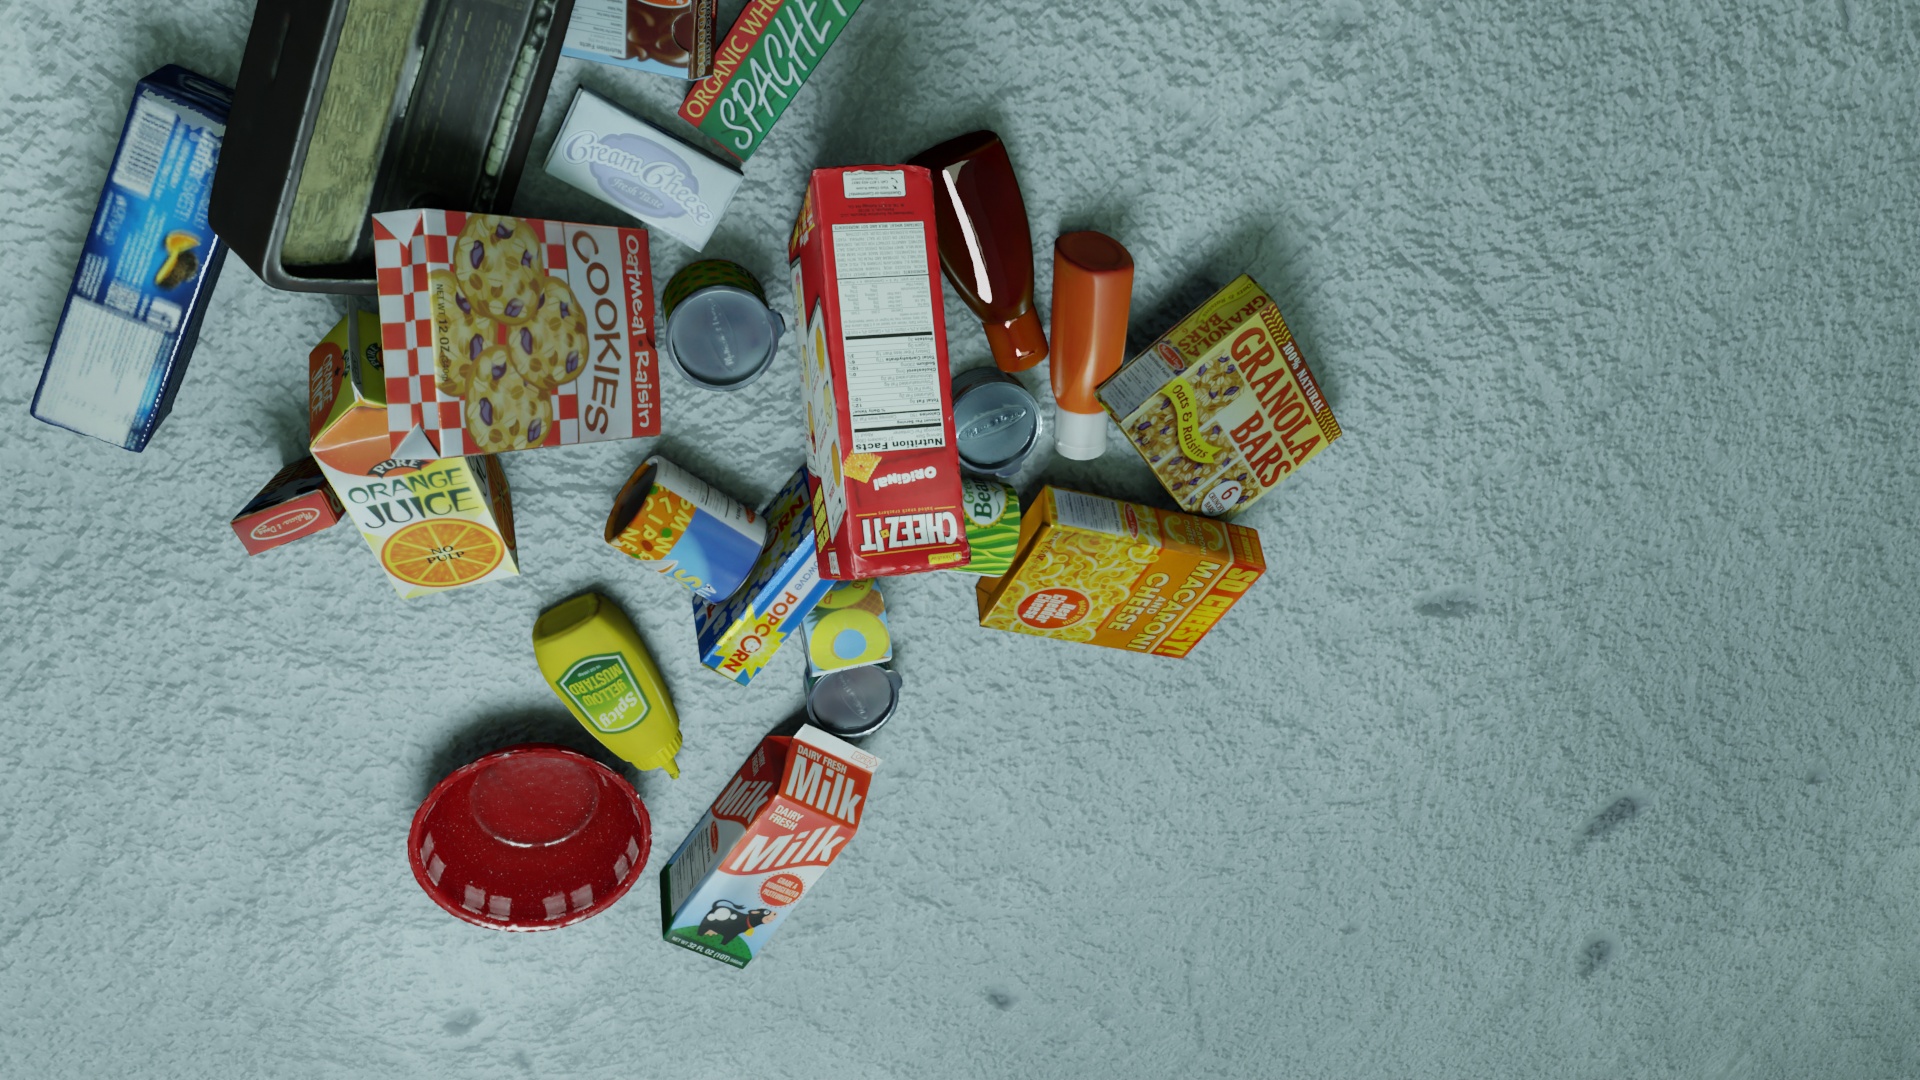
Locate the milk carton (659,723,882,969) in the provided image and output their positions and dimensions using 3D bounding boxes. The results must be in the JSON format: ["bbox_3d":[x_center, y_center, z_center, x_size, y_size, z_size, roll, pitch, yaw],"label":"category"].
[{"bbox_3d":[-0.139,0.216,1.020,0.072,0.074,0.190,30,107,-26],"label":"milk carton"}]

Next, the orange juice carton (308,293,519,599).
[{"bbox_3d":[-0.314,-0.052,0.790,0.073,0.072,0.191,-13,146,-9],"label":"orange juice carton"}]

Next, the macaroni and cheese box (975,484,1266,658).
[{"bbox_3d":[0.111,0.025,0.981,0.166,0.040,0.123,10,140,-20],"label":"macaroni and cheese box"}]

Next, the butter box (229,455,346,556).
[{"bbox_3d":[-0.380,-0.027,0.810,0.053,0.104,0.024,-20,112,-1],"label":"butter box"}]

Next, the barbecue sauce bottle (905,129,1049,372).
[{"bbox_3d":[0.018,-0.177,0.872,0.065,0.044,0.148,-23,121,-1],"label":"barbecue sauce bottle"}]

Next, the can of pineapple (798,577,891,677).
[{"bbox_3d":[-0.082,0.055,0.956,0.058,0.071,0.070,-11,120,-9],"label":"can of pineapple"}]

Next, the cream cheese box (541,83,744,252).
[{"bbox_3d":[-0.184,-0.216,0.808,0.104,0.024,0.053,24,108,-25],"label":"cream cheese box"}]

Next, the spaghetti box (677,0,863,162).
[{"bbox_3d":[-0.069,-0.308,0.739,0.050,0.029,0.249,33,125,-19],"label":"spaghetti box"}]

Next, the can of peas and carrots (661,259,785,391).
[{"bbox_3d":[-0.145,-0.132,0.843,0.071,0.059,0.070,-7,119,-12],"label":"can of peas and carrots"}]

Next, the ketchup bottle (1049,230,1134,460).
[{"bbox_3d":[0.082,-0.123,0.910,0.043,0.065,0.148,-13,129,-17],"label":"ketchup bottle"}]

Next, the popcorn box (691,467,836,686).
[{"bbox_3d":[-0.123,0.023,0.916,0.038,0.085,0.126,34,104,-28],"label":"popcorn box"}]

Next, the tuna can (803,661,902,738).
[{"bbox_3d":[-0.078,0.106,1.003,0.071,0.033,0.070,-6,119,-12],"label":"tuna can"}]

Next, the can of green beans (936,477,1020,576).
[{"bbox_3d":[0.003,-0.010,0.944,0.058,0.071,0.071,6,116,-18],"label":"can of green beans"}]

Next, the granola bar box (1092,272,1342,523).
[{"bbox_3d":[0.177,-0.086,0.936,0.124,0.039,0.165,-39,141,6],"label":"granola bar box"}]

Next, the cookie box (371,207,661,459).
[{"bbox_3d":[-0.233,-0.111,0.755,0.040,0.168,0.122,2,98,28],"label":"cookie box"}]

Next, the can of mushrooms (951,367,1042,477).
[{"bbox_3d":[0.019,-0.079,0.931,0.071,0.033,0.070,-7,118,-12],"label":"can of mushrooms"}]

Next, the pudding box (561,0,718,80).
[{"bbox_3d":[-0.175,-0.281,0.751,0.084,0.030,0.049,14,116,13],"label":"pudding box"}]

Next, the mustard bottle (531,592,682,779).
[{"bbox_3d":[-0.230,0.111,0.955,0.065,0.049,0.159,-26,121,2],"label":"mustard bottle"}]

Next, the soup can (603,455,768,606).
[{"bbox_3d":[-0.179,-0.005,0.897,0.083,0.071,0.071,33,105,-27],"label":"soup can"}]
